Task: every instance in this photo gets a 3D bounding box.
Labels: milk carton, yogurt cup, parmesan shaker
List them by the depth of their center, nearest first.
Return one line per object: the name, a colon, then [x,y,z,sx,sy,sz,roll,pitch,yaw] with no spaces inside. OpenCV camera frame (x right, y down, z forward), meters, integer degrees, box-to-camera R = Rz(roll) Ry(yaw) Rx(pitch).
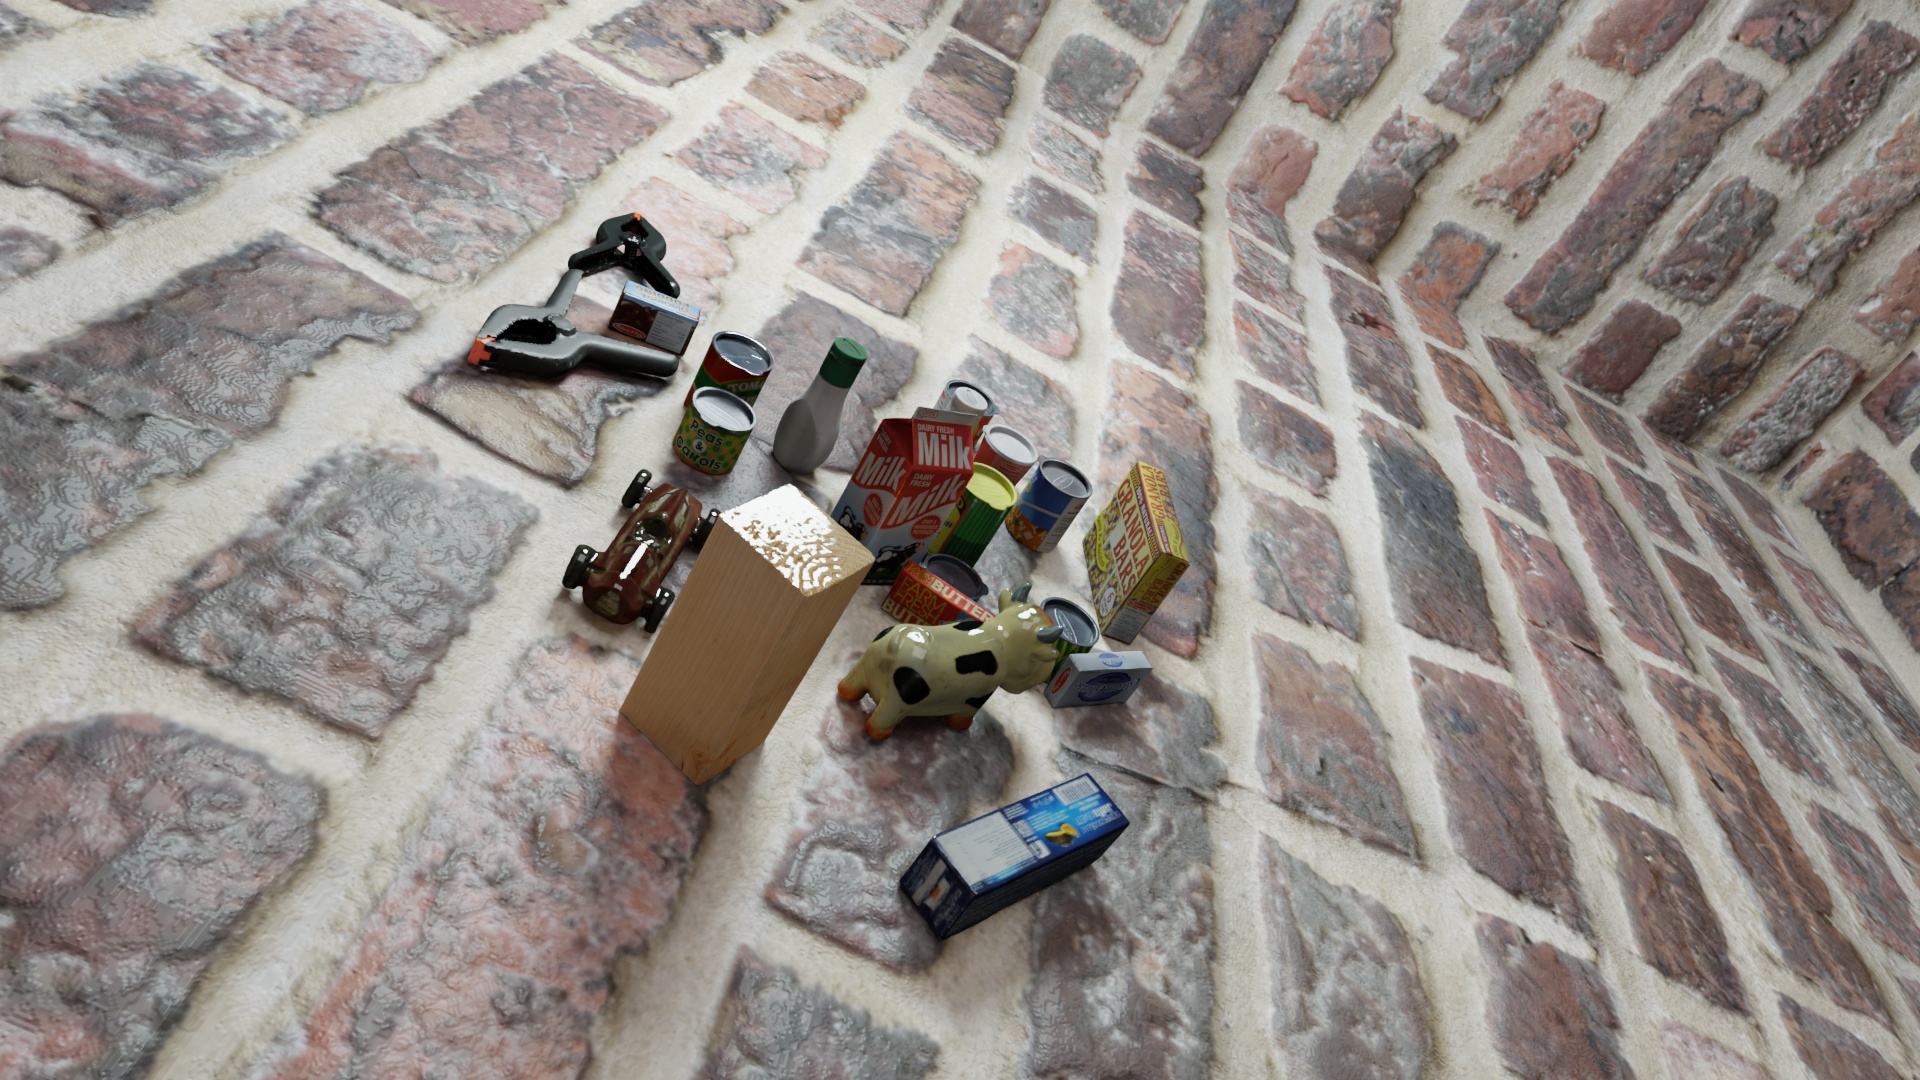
milk carton: [-0.053,-0.049,1.308,0.072,0.189,0.074,4,41,-38]
parmesan shaker: [0.005,-0.018,1.399,0.071,0.102,0.072,23,33,-15]
yogurt cup: [0.047,-0.091,1.583,0.072,0.053,0.073,23,33,-15]

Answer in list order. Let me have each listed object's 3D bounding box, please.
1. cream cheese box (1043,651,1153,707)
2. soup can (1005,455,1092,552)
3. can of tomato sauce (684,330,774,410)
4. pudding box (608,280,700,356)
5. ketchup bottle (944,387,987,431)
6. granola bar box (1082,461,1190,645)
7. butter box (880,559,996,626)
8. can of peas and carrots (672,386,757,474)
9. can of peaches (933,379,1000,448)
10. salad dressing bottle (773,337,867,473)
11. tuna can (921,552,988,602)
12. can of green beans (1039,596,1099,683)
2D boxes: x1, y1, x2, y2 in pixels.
cream cheese box: [0.134,0.134,1.348,0.104,0.053,0.024,2,43,-40]
soup can: [0.094,-0.040,1.526,0.071,0.083,0.072,23,33,-15]
can of tomato sauce: [-0.234,-0.158,1.405,0.071,0.082,0.071,23,33,-15]
pudding box: [-0.322,-0.235,1.465,0.084,0.049,0.030,19,34,-20]
ketchup bottle: [-0.021,-0.090,1.432,0.043,0.148,0.065,13,36,-29]
granola bar box: [0.186,0.011,1.496,0.039,0.123,0.166,21,33,-18]
butter box: [-0.020,0.068,1.306,0.103,0.053,0.024,34,31,2]
can of peas and carrots: [-0.240,-0.105,1.349,0.071,0.058,0.071,23,33,-15]
can of peaches: [0.002,-0.143,1.612,0.071,0.057,0.071,23,33,-15]
salad dressing bottle: [-0.140,-0.135,1.393,0.044,0.147,0.064,-10,51,-48]
tuna can: [-0.011,0.047,1.363,0.071,0.032,0.071,23,33,-15]
can of green beans: [0.093,0.098,1.358,0.071,0.057,0.071,23,33,-15]
